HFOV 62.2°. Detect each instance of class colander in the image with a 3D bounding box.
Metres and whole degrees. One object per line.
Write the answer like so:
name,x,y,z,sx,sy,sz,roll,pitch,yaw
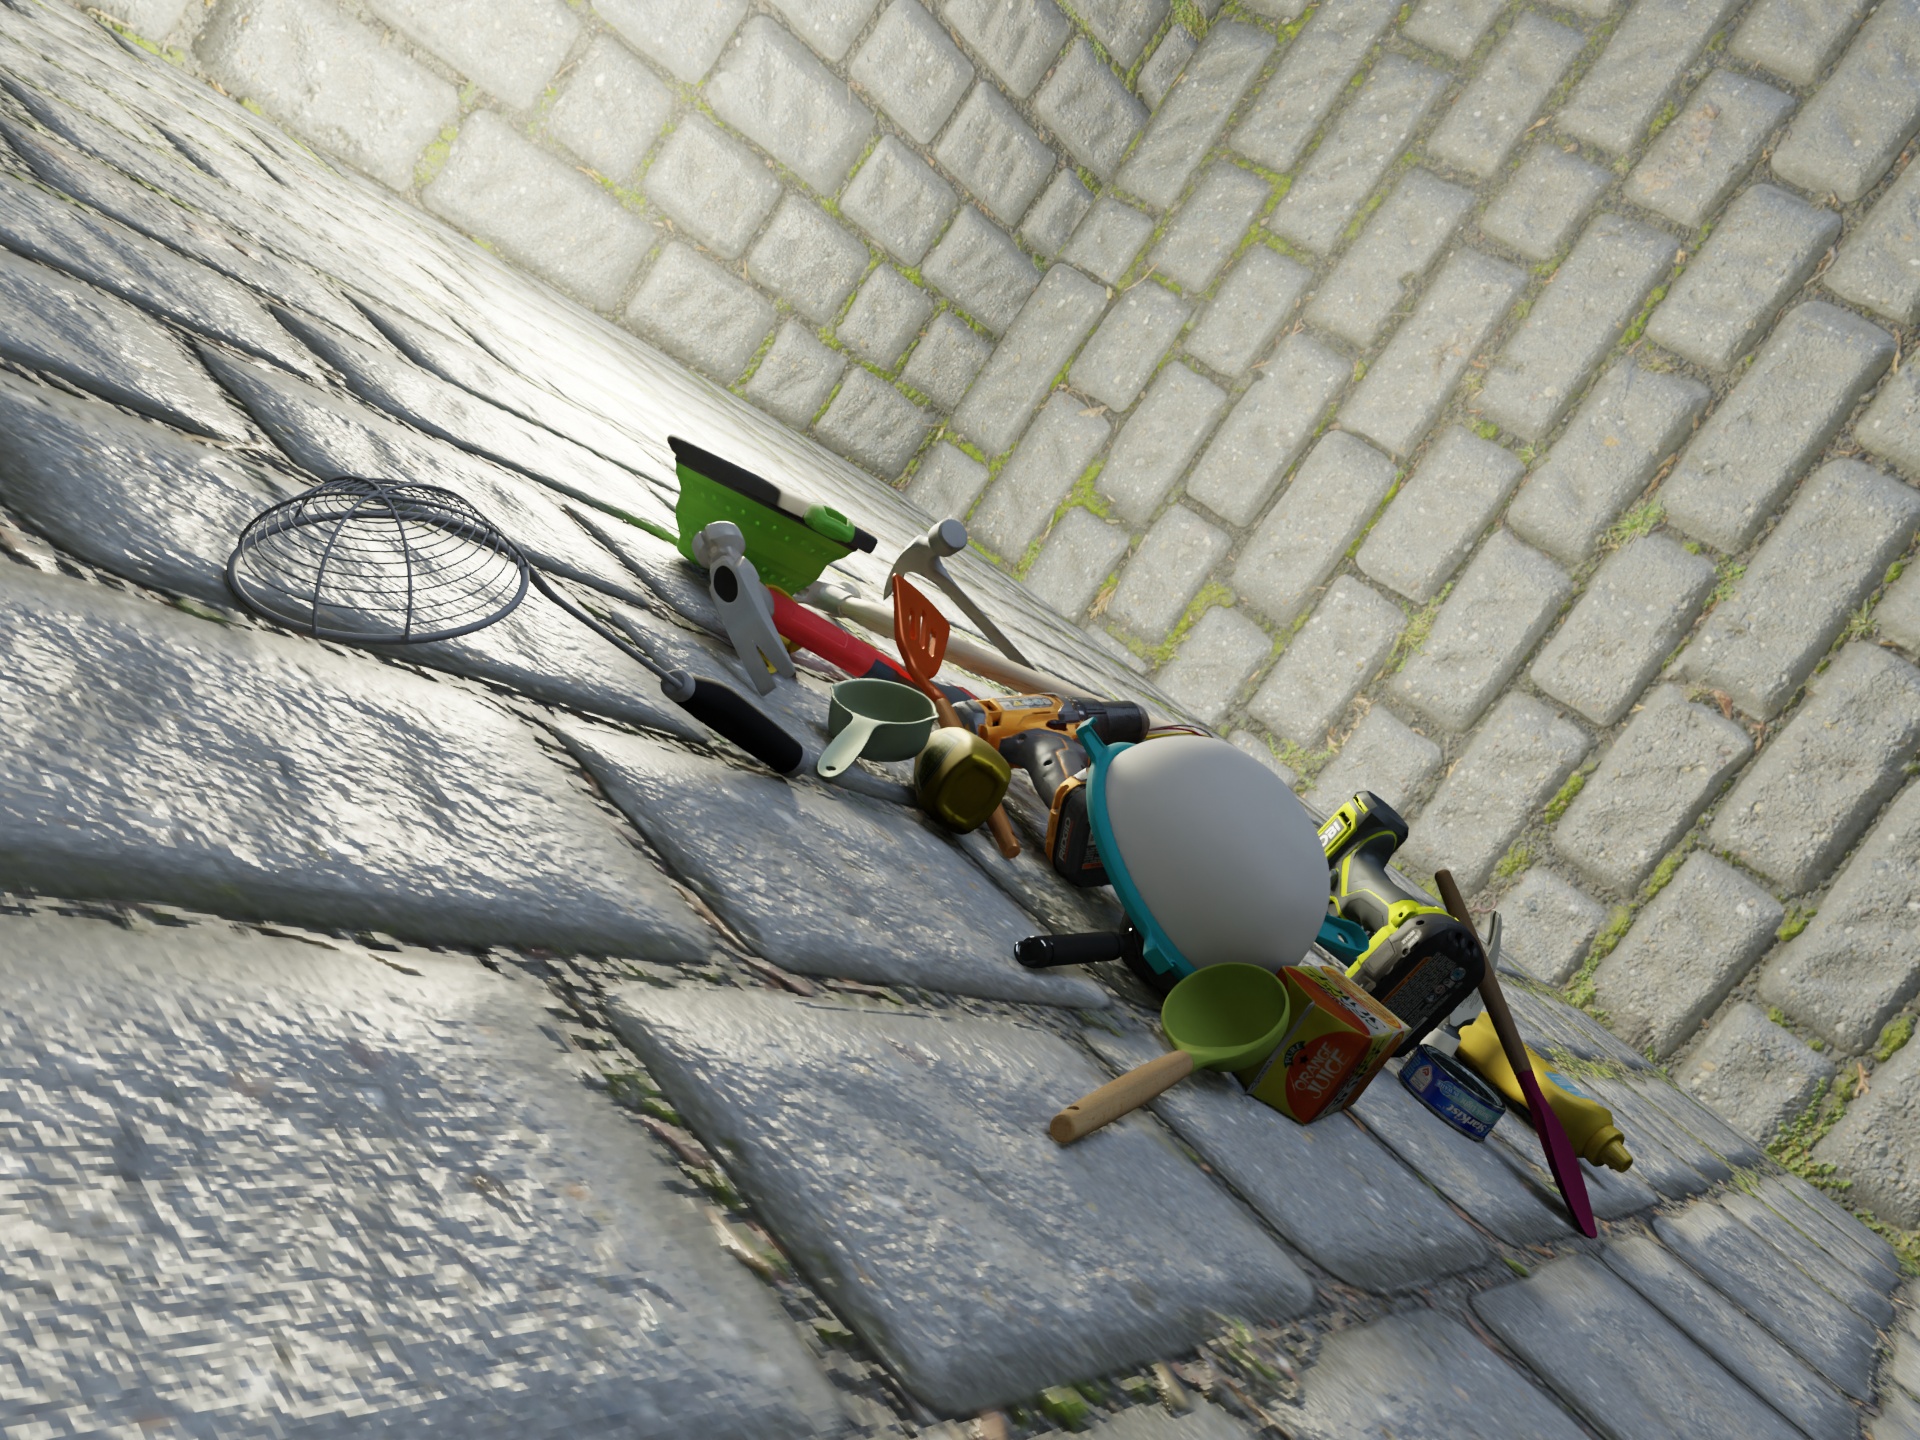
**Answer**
colander,-0.160,-0.149,1.326,0.204,0.094,0.397,26,4,-20

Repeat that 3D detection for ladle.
ladle,0.111,0.177,0.856,0.078,0.062,0.320,-3,-3,24

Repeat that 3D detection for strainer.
strainer,0.229,0.107,1.130,0.340,0.095,0.211,24,40,-43
strainer,0.097,0.144,1.022,0.258,0.050,0.087,9,66,-58

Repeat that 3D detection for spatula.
spatula,-0.002,-0.004,1.265,0.080,0.041,0.323,41,14,-38

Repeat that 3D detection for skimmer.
skimmer,-0.202,-0.020,0.827,0.127,0.090,0.362,37,-1,36

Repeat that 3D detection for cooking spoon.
cooking spoon,0.455,0.267,1.313,0.068,0.017,0.319,27,41,-50

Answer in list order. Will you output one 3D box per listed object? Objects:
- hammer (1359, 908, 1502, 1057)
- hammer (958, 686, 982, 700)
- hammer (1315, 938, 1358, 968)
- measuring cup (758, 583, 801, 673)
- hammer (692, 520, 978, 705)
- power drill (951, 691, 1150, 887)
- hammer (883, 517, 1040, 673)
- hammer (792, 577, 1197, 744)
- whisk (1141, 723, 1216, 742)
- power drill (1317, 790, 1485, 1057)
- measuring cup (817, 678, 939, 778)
hammer,0.325,0.158,1.525,0.409,0.149,0.036,31,2,5
hammer,0.110,0.056,1.439,0.331,0.031,0.130,32,37,30
hammer,0.334,0.193,1.652,0.331,0.033,0.128,38,10,18
measuring cup,-0.151,-0.062,1.261,0.062,0.029,0.157,47,18,-15
hammer,-0.074,-0.037,1.299,0.386,0.038,0.143,29,30,-58
power drill,0.111,0.042,1.296,0.185,0.084,0.226,-4,27,-26
hammer,0.084,-0.031,1.614,0.405,0.035,0.144,46,-33,-13
hammer,0.029,-0.051,1.518,0.411,0.038,0.146,23,7,14
whisk,0.120,0.023,1.427,0.245,0.047,0.051,4,-21,-2
power drill,0.346,0.181,1.388,0.080,0.171,0.223,33,17,-23
measuring cup,-0.069,0.018,1.102,0.083,0.038,0.168,16,25,9
